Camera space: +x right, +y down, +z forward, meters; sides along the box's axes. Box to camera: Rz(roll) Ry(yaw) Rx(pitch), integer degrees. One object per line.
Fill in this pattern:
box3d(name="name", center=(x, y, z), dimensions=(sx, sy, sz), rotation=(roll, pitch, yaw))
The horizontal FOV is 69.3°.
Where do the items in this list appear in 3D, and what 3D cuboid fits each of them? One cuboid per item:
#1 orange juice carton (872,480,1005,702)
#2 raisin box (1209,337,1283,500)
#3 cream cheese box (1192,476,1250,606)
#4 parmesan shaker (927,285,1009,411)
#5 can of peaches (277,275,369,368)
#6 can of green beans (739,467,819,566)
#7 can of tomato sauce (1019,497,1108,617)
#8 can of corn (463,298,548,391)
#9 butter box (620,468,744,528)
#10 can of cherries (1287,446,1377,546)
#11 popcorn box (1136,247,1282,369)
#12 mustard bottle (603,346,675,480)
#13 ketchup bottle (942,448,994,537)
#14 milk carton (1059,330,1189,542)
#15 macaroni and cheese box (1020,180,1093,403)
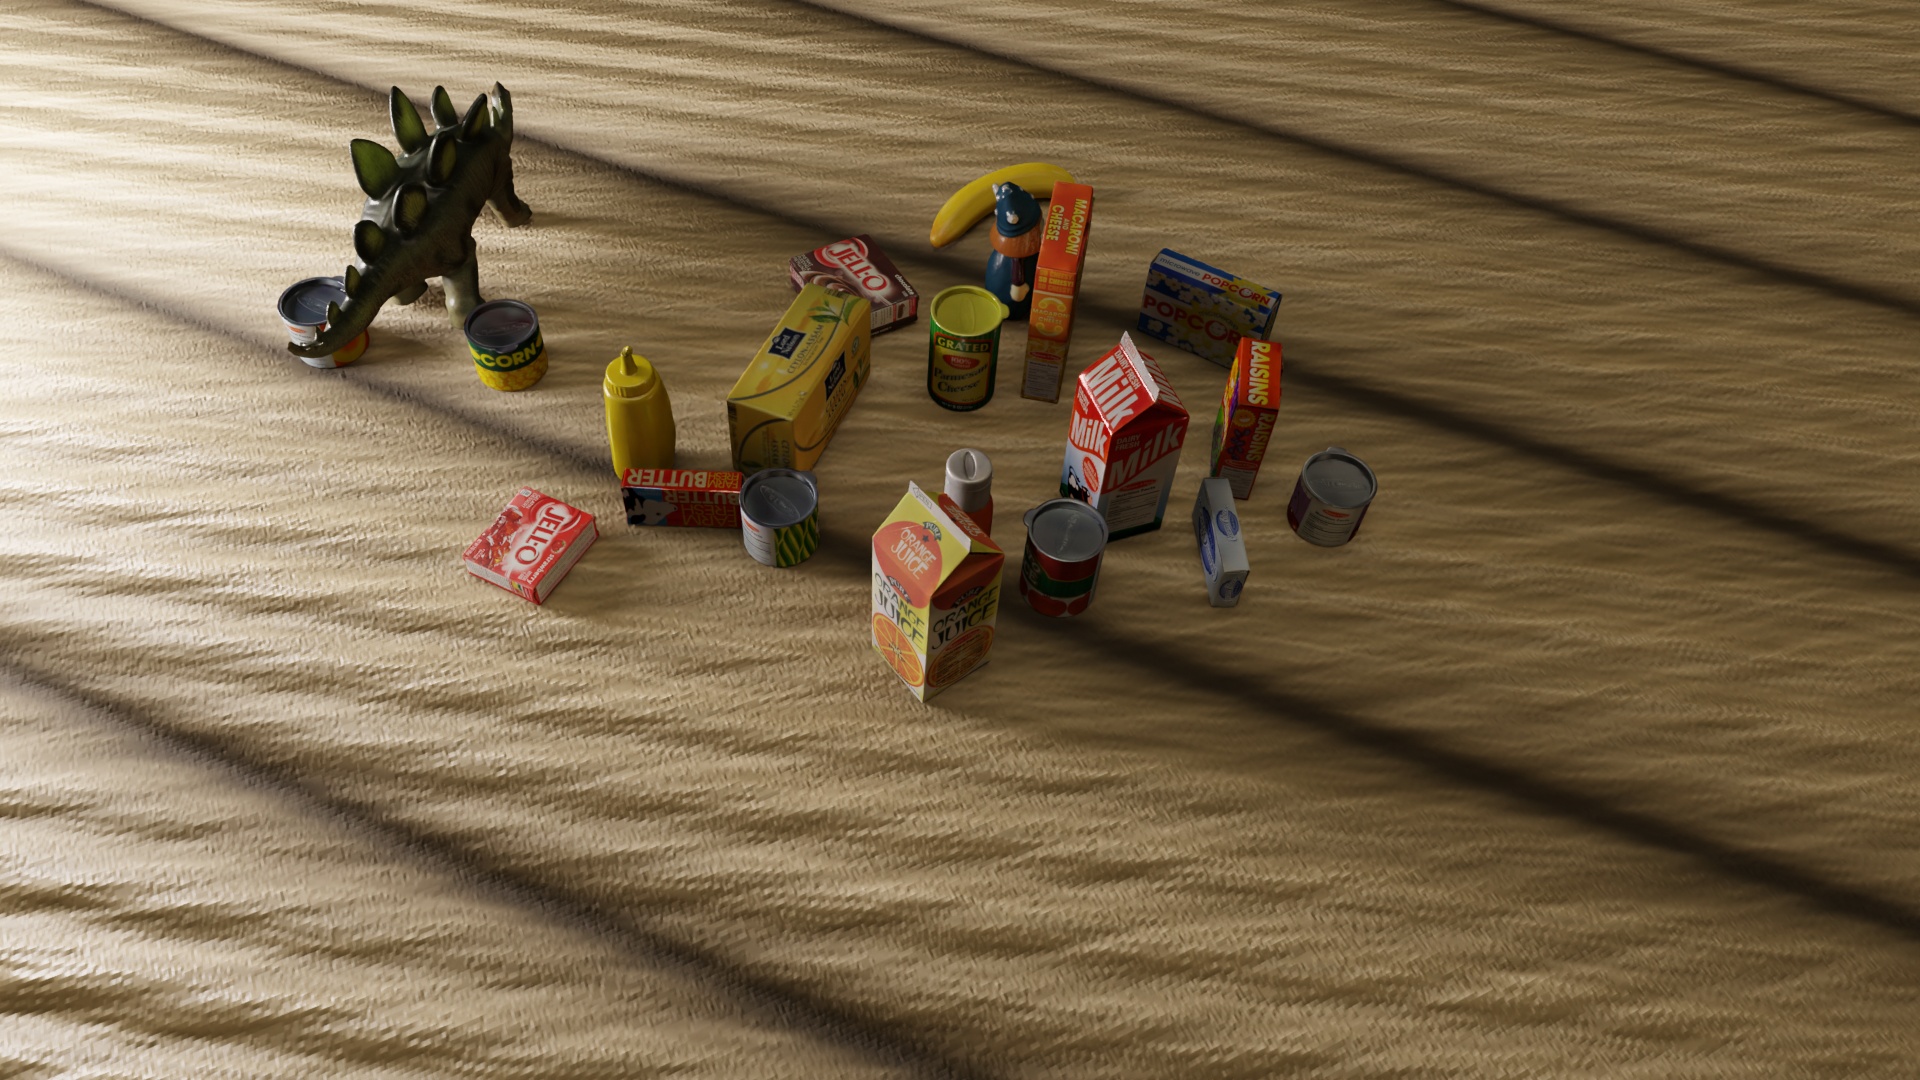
box3d(name="orange juice carton", center=(-0.019, 0.036, 1.071), dimensions=(0.073, 0.191, 0.072), rotation=(-31, 60, -24))
box3d(name="raisin box", center=(0.256, -0.108, 1.244), dimensions=(0.040, 0.122, 0.086), rotation=(10, 53, 4))
box3d(name="cream cheese box", center=(0.225, 0.001, 1.202), dimensions=(0.024, 0.053, 0.104), rotation=(-1, 53, -5))
box3d(name="parmesan shaker", center=(0.006, -0.177, 1.293), dimensions=(0.071, 0.102, 0.072), rotation=(2, 52, -2))
box3d(name="can of peaches", center=(-0.593, -0.205, 1.300), dimensions=(0.071, 0.057, 0.071), rotation=(2, 52, -2))
box3d(name="can of green beans", center=(-0.154, -0.019, 1.188), dimensions=(0.071, 0.057, 0.071), rotation=(2, 52, -2))
box3d(name="can of tomato sauce", center=(0.083, 0.015, 1.162), dimensions=(0.071, 0.082, 0.071), rotation=(2, 52, -2))
box3d(name="can of corn", center=(-0.421, -0.180, 1.293), dimensions=(0.071, 0.058, 0.071), rotation=(2, 52, -2))
box3d(name="butter box", center=(-0.237, -0.036, 1.198), dimensions=(0.103, 0.052, 0.024), rotation=(2, 52, -3))
box3d(name="can of cherries", center=(0.331, -0.039, 1.237), dimensions=(0.071, 0.058, 0.072), rotation=(2, 52, -2))
box3d(name="popcorn box", center=(0.241, -0.223, 1.356), dimensions=(0.127, 0.084, 0.038), rotation=(26, 55, 15))
box3d(name="mustard bottle", center=(-0.276, -0.112, 1.187), dimensions=(0.049, 0.159, 0.065), rotation=(8, 52, 2))
box3d(name="ketchup bottle", center=(0.004, -0.014, 1.138), dimensions=(0.043, 0.148, 0.065), rotation=(-2, 53, -5))
box3d(name="milk carton", center=(0.139, -0.086, 1.177), dimensions=(0.073, 0.189, 0.072), rotation=(-14, 55, -14))
box3d(name="macaroni and cheese box", center=(0.091, -0.231, 1.301), dimensions=(0.040, 0.165, 0.124), rotation=(10, 53, 4))
